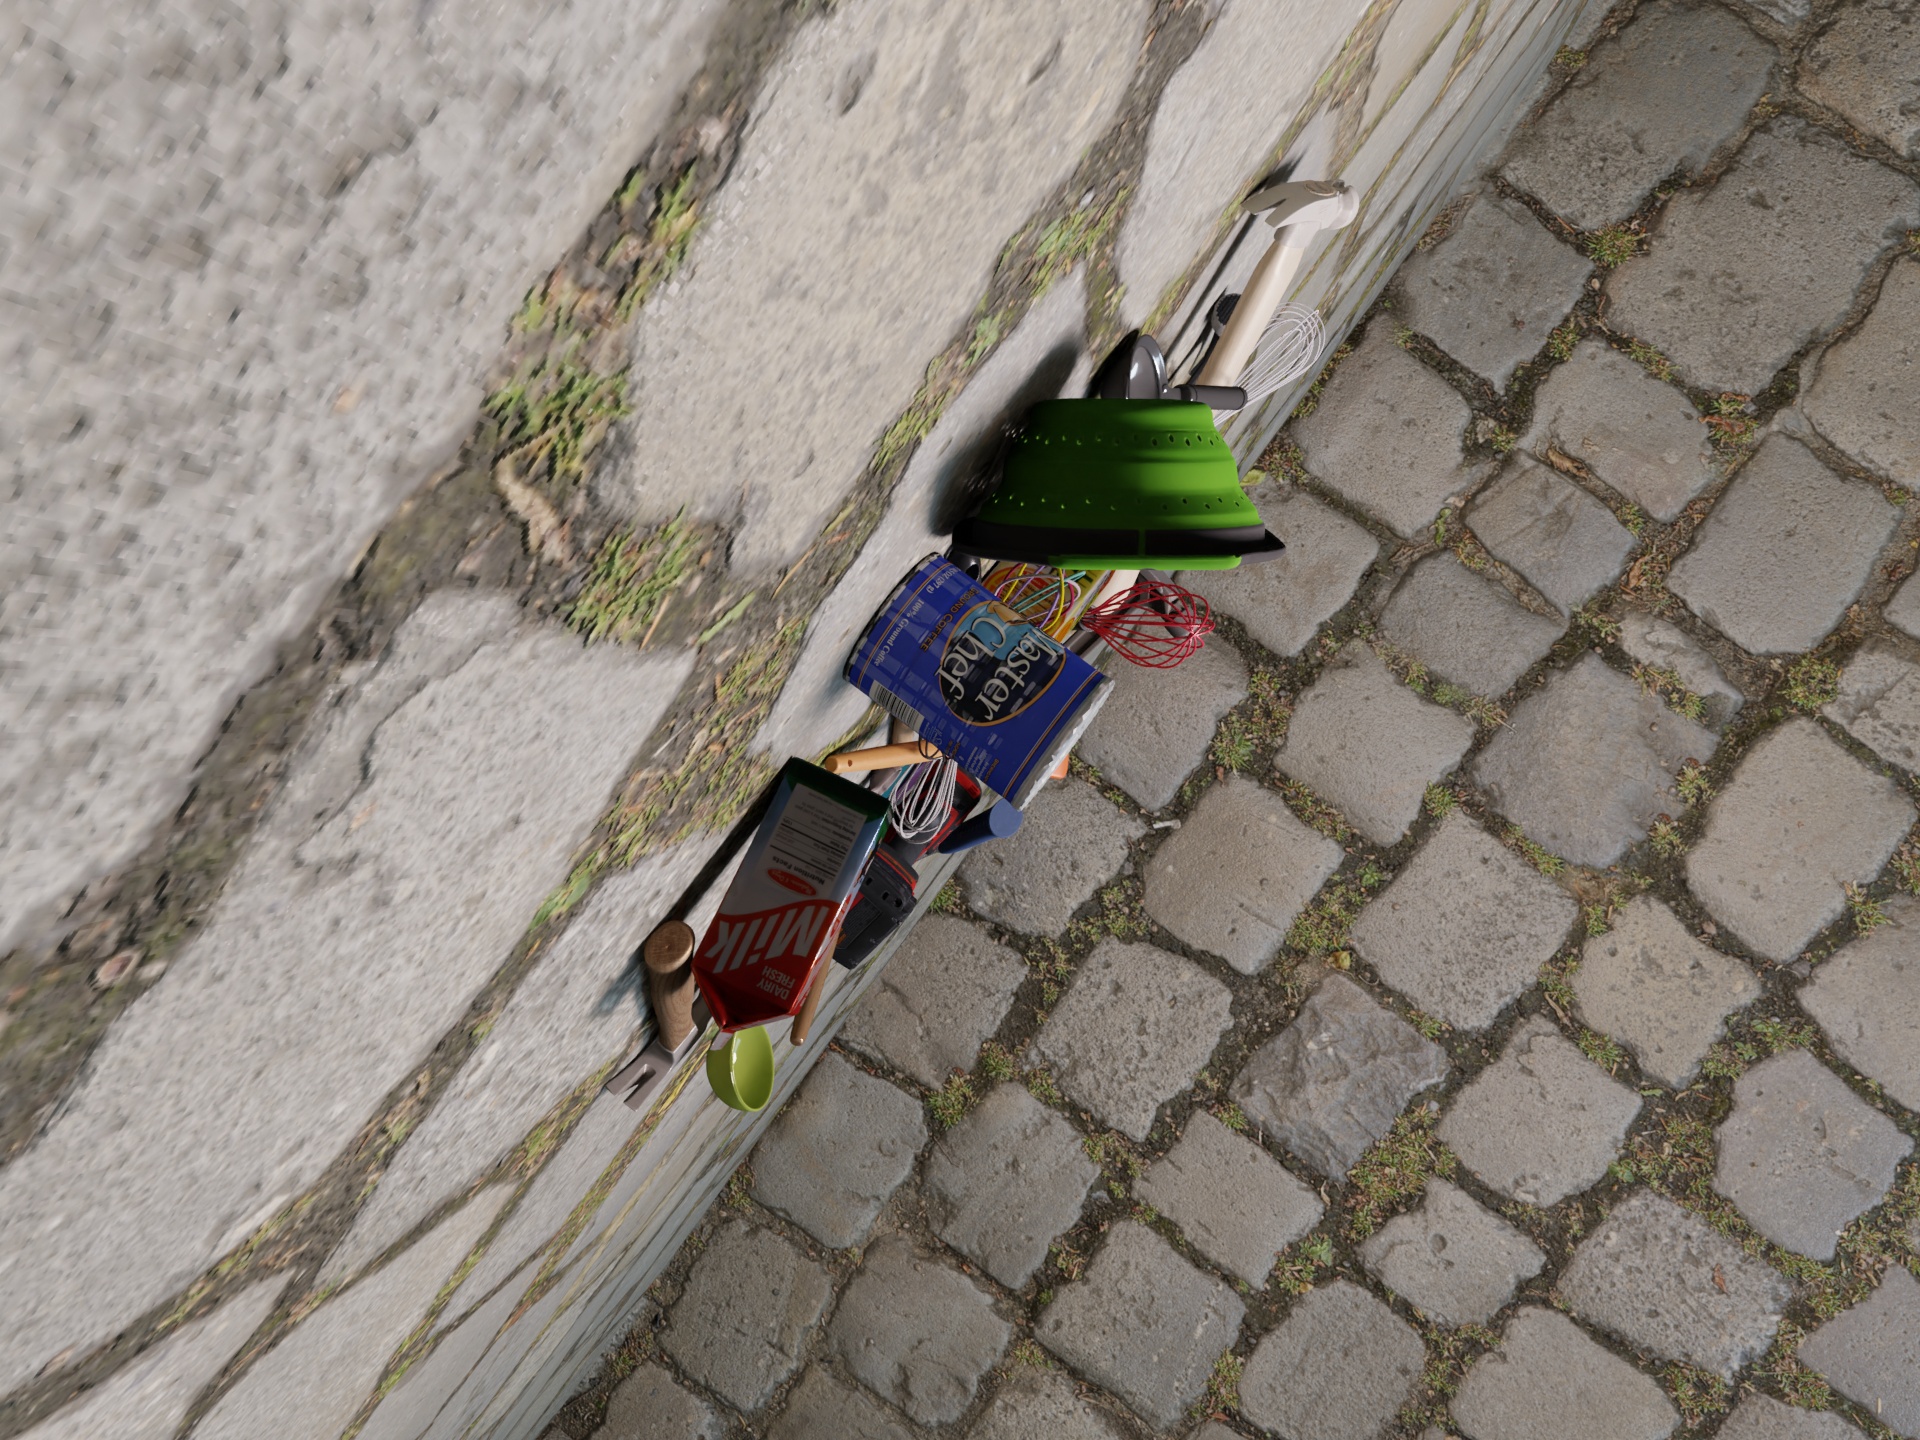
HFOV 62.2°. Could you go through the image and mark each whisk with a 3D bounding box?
[{"bbox_3d":[0.236,-0.290,1.518,0.284,0.070,0.070,-43,174,5],"label":"whisk"},{"bbox_3d":[0.027,-0.074,1.135,0.051,0.047,0.245,-39,-176,-21],"label":"whisk"},{"bbox_3d":[0.120,-0.086,1.362,0.073,0.073,0.296,-52,-156,-12],"label":"whisk"},{"bbox_3d":[-0.002,-0.004,1.352,0.057,0.059,0.246,-2,120,-54],"label":"whisk"},{"bbox_3d":[-0.004,-0.044,1.132,0.055,0.055,0.238,-50,162,-30],"label":"whisk"}]

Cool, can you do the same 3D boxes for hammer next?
[{"bbox_3d":[-0.016,0.132,1.756,0.144,0.035,0.405,-52,-173,-21],"label":"hammer"},{"bbox_3d":[0.072,-0.043,1.622,0.359,0.149,0.037,-44,179,30],"label":"hammer"},{"bbox_3d":[0.190,-0.250,1.312,0.146,0.038,0.410,-29,152,-49],"label":"hammer"},{"bbox_3d":[-0.209,0.205,1.148,0.130,0.031,0.331,-51,173,-23],"label":"hammer"},{"bbox_3d":[0.121,-0.190,1.404,0.409,0.036,0.149,-52,175,-4],"label":"hammer"}]

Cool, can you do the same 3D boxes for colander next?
[{"bbox_3d":[0.093,-0.165,1.052,0.397,0.204,0.094,-105,-165,-78],"label":"colander"}]

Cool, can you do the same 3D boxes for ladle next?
[{"bbox_3d":[-0.131,0.180,1.237,0.078,0.062,0.320,-65,180,-61],"label":"ladle"}]

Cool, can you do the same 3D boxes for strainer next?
[{"bbox_3d":[0.160,-0.239,1.181,0.258,0.050,0.087,-16,108,-56],"label":"strainer"}]

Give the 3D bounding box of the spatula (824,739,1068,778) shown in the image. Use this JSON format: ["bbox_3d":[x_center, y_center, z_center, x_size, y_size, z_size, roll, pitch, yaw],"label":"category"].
[{"bbox_3d":[-0.004,0.021,1.271,0.322,0.041,0.081,-7,96,-59],"label":"spatula"}]

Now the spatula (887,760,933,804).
[{"bbox_3d":[-0.007,0.008,1.493,0.315,0.018,0.060,-49,177,39],"label":"spatula"}]

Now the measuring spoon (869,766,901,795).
[{"bbox_3d":[-0.091,0.065,1.349,0.124,0.018,0.034,-34,163,-52],"label":"measuring spoon"}]

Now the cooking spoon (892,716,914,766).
[{"bbox_3d":[-0.044,-0.007,1.260,0.069,0.017,0.318,-62,176,-16],"label":"cooking spoon"}]

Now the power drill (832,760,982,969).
[{"bbox_3d":[-0.079,0.150,1.590,0.188,0.080,0.227,-47,-178,34],"label":"power drill"}]

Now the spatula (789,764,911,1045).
[{"bbox_3d":[-0.092,0.146,1.379,0.082,0.044,0.318,125,-15,-48],"label":"spatula"}]
